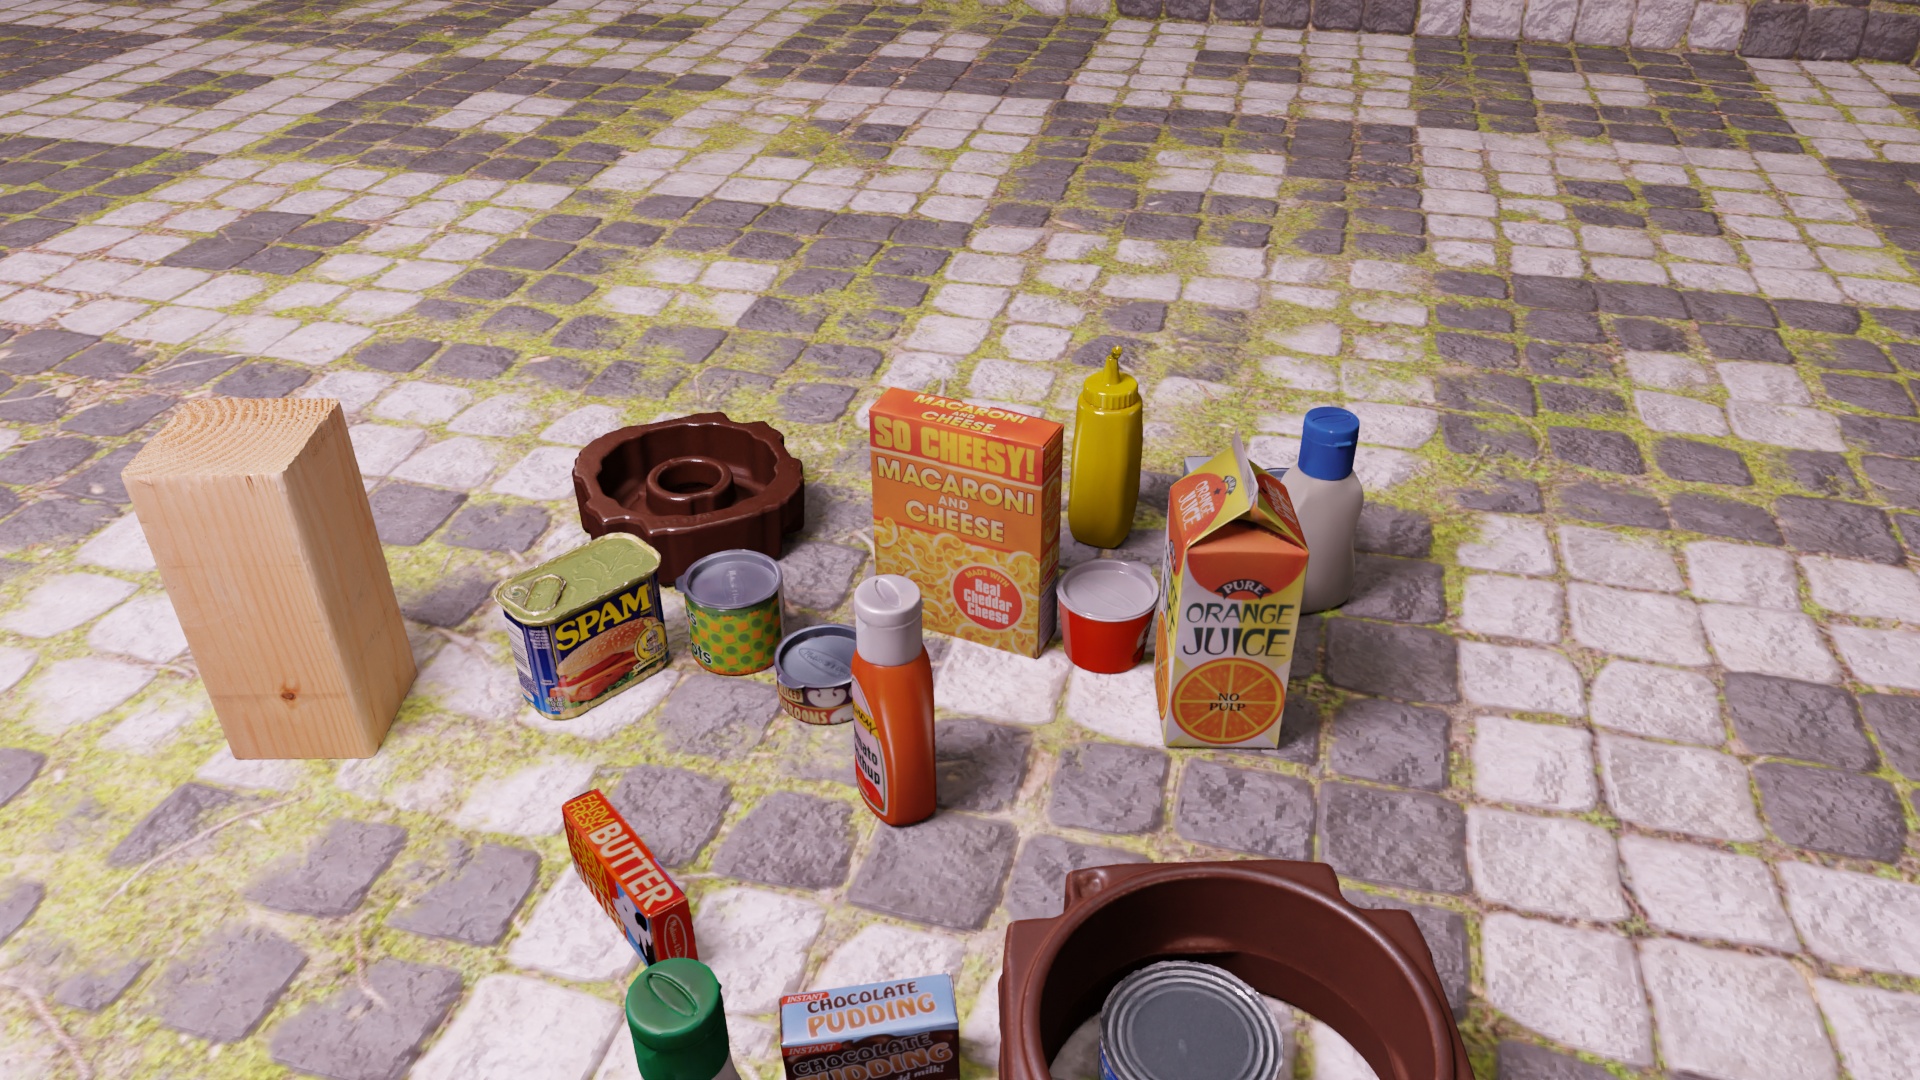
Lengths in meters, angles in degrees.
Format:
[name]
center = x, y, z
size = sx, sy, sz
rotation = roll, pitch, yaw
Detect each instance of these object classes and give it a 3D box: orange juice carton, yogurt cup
[orange juice carton]
center = 0.161, 0.031, 0.837
size = 0.073, 0.191, 0.072
rotation = 1, 34, 1
[yogurt cup]
center = 0.097, 0.052, 0.929
size = 0.072, 0.053, 0.073
rotation = 0, 34, 0

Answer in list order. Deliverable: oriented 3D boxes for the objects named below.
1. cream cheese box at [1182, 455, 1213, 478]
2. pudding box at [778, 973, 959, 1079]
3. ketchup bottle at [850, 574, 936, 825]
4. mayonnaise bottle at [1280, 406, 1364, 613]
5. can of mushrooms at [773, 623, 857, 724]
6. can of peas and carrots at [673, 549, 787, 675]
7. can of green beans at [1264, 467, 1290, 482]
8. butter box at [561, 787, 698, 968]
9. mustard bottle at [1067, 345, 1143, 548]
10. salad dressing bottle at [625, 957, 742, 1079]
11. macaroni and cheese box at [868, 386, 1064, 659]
[cream cheese box]
center = 0.186, -0.015, 1.030
size = 0.024, 0.053, 0.104
rotation = -3, 34, -5
[pudding box]
center = -0.042, 0.236, 0.658
size = 0.084, 0.049, 0.030
rotation = -5, 34, -7
[ketchup bottle]
center = -0.038, 0.089, 0.789
size = 0.044, 0.148, 0.065
rotation = -15, 36, -21
[mayonnaise bottle]
center = 0.245, -0.019, 0.952
size = 0.065, 0.147, 0.041
rotation = -8, 34, -12
[can of mushrooms]
center = -0.088, 0.087, 0.895
size = 0.071, 0.033, 0.071
rotation = 0, 34, 0
[can of peas and carrots]
center = -0.153, 0.049, 0.930
size = 0.071, 0.058, 0.071
rotation = 0, 34, 0
[can of green beans]
center = 0.238, -0.013, 1.023
size = 0.071, 0.057, 0.071
rotation = 0, 34, 0
[butter box]
center = -0.176, 0.181, 0.736
size = 0.024, 0.052, 0.104
rotation = -24, 40, -31
[mustard bottle]
center = 0.108, -0.073, 1.022
size = 0.049, 0.159, 0.066
rotation = 11, 35, 17
[salad dressing bottle]
center = -0.110, 0.234, 0.573
size = 0.064, 0.146, 0.044
rotation = 26, 42, 34
[macaroni and cheese box]
center = 0.003, -0.012, 0.924
size = 0.124, 0.165, 0.040
rotation = 14, 36, 20
